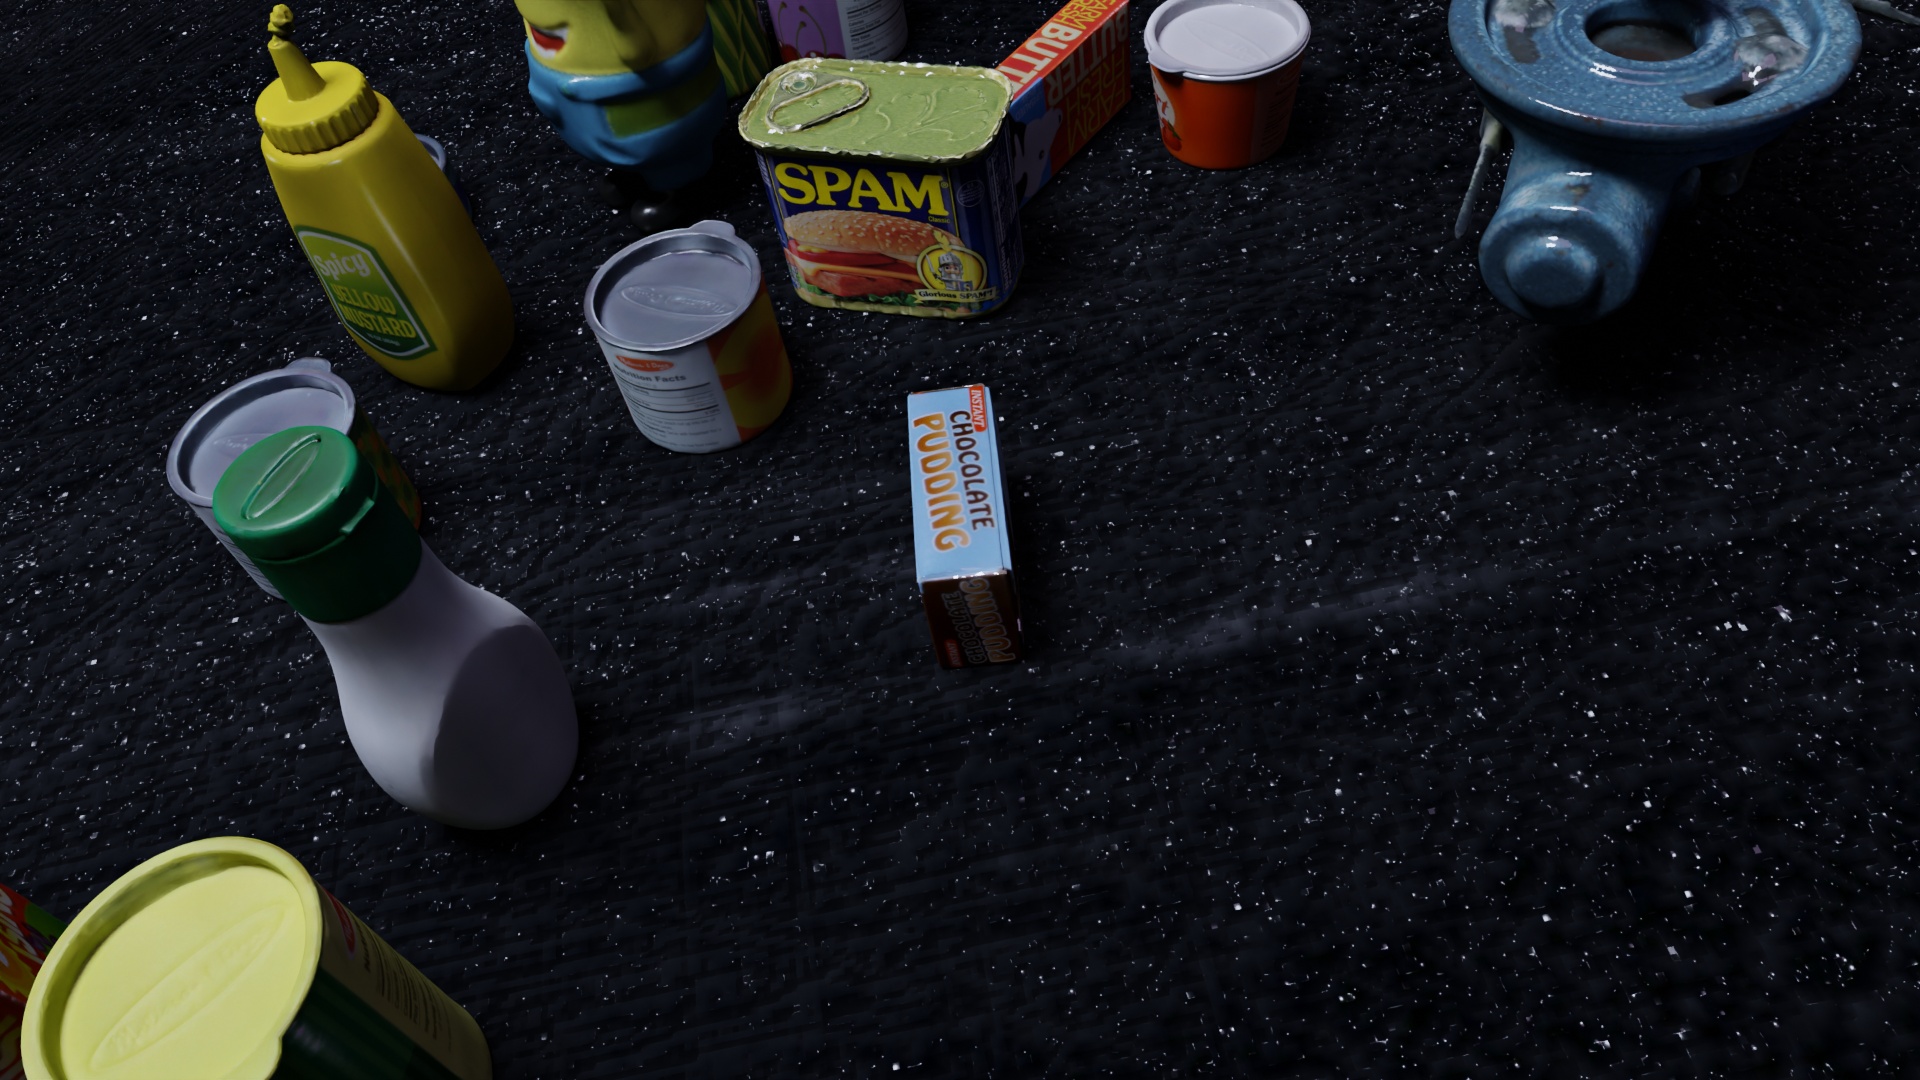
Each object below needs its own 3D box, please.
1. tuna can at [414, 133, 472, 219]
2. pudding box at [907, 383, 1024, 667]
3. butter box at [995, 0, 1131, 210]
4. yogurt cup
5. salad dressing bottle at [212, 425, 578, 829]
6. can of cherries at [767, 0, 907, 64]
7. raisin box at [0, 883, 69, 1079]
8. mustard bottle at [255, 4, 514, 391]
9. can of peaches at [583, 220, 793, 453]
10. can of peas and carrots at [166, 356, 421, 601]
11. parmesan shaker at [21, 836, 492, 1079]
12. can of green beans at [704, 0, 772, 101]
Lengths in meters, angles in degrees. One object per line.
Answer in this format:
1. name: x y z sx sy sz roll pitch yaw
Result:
1. tuna can: -0.260 -0.155 0.633 0.071 0.032 0.071 -4 51 6
2. pudding box: 0.002 -0.006 0.461 0.030 0.049 0.084 -7 51 3
3. butter box: 0.038 -0.190 0.602 0.024 0.053 0.104 26 60 27
4. yogurt cup: 0.113 -0.197 0.595 0.072 0.053 0.073 -4 51 6
5. salad dressing bottle: -0.155 0.029 0.394 0.044 0.147 0.064 14 55 19
6. can of cherries: -0.064 -0.269 0.678 0.071 0.058 0.072 -4 51 6
7. raisin box: -0.253 0.118 0.353 0.086 0.122 0.040 32 62 29
8. mustard bottle: -0.223 -0.126 0.522 0.065 0.159 0.049 14 55 19
9. can of peaches: -0.100 -0.077 0.529 0.071 0.057 0.071 -4 51 6
10. can of peas and carrots: -0.239 -0.021 0.506 0.071 0.058 0.071 -4 51 6
11. parmesan shaker: -0.166 0.129 0.344 0.071 0.102 0.072 -4 51 6
12. can of green beans: -0.130 -0.254 0.677 0.071 0.057 0.071 -4 51 6
